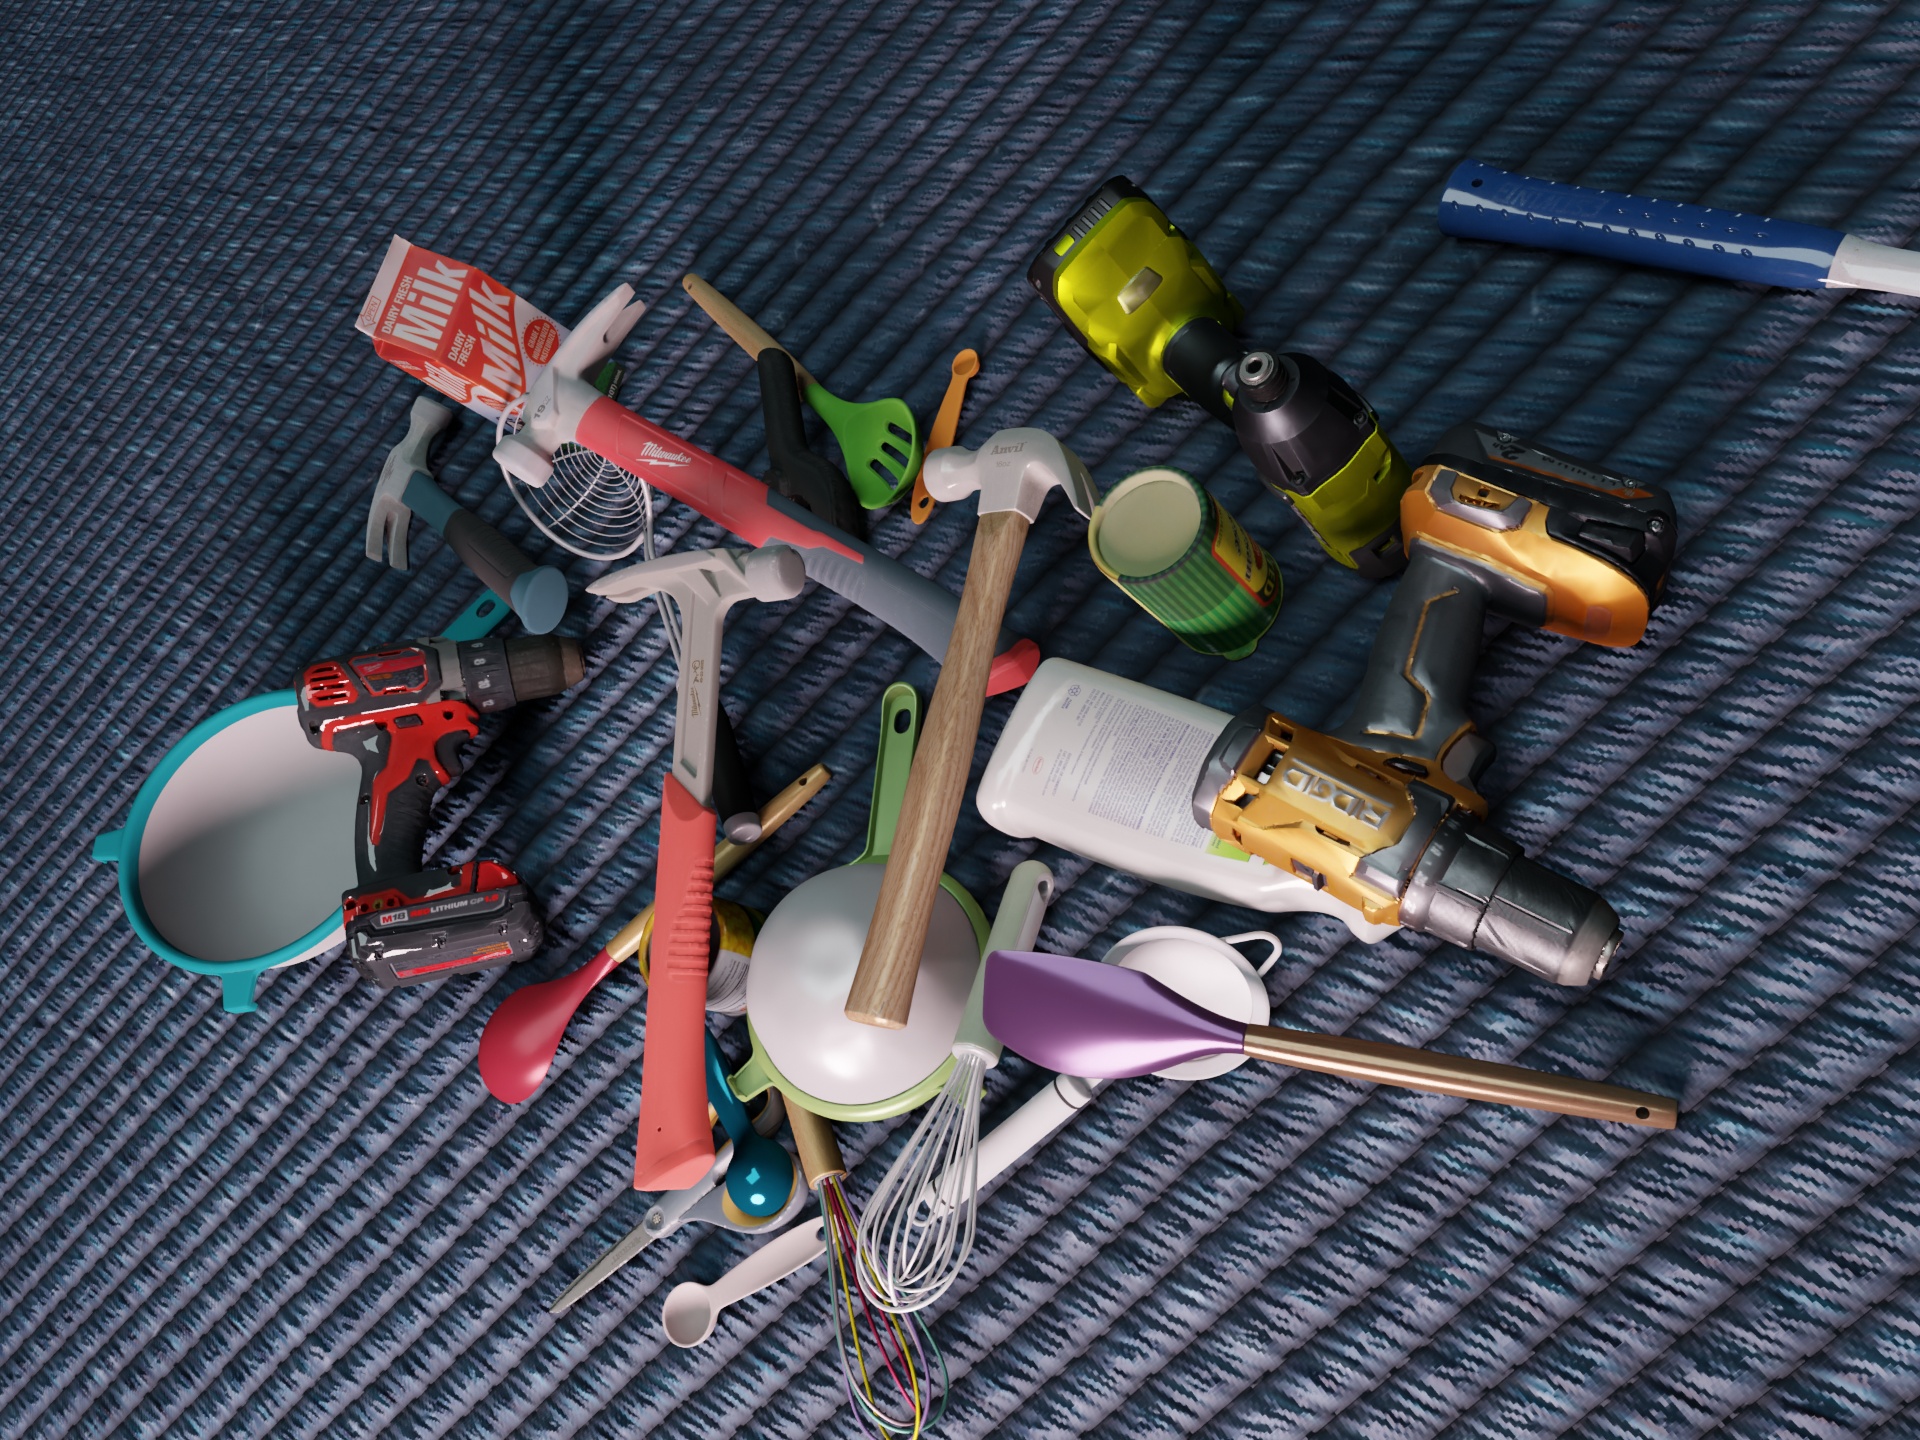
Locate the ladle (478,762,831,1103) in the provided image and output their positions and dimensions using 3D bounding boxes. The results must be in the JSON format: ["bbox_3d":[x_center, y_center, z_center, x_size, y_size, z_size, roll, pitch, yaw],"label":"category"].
[{"bbox_3d":[-0.197,0.131,0.994,0.315,0.031,0.069,-41,56,11],"label":"ladle"}]

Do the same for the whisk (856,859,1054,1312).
[{"bbox_3d":[0.005,0.176,0.800,0.059,0.057,0.246,-1,52,32],"label":"whisk"}]

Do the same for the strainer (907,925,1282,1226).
[{"bbox_3d":[0.062,0.179,0.803,0.087,0.050,0.258,45,108,-5],"label":"strainer"}]

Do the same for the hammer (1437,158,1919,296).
[{"bbox_3d":[0.409,-0.203,0.725,0.406,0.035,0.144,25,87,36],"label":"hammer"}]

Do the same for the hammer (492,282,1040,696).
[{"bbox_3d":[-0.108,-0.135,0.969,0.386,0.038,0.143,31,83,21],"label":"hammer"}]

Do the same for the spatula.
[{"bbox_3d":[0.157,0.153,0.731,0.316,0.018,0.060,5,99,22],"label":"spatula"}]

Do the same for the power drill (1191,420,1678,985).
[{"bbox_3d":[0.235,-0.006,0.703,0.185,0.084,0.226,28,74,27],"label":"power drill"}]

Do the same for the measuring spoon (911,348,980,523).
[{"bbox_3d":[-0.009,-0.177,0.998,0.021,0.011,0.117,12,83,40],"label":"measuring spoon"}]

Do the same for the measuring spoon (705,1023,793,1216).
[{"bbox_3d":[-0.135,0.221,0.901,0.042,0.021,0.129,-40,59,13],"label":"measuring spoon"}]

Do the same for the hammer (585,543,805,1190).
[{"bbox_3d":[-0.163,0.078,0.901,0.149,0.036,0.359,-7,74,32],"label":"hammer"}]

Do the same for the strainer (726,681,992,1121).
[{"bbox_3d":[-0.054,0.087,0.881,0.151,0.069,0.256,-3,66,21],"label":"strainer"}]

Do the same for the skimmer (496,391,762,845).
[{"bbox_3d":[-0.219,-0.068,1.032,0.364,0.090,0.127,65,146,32],"label":"skimmer"}]

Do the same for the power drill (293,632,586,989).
[{"bbox_3d":[-0.329,0.046,1.049,0.188,0.080,0.227,-11,68,-14],"label":"power drill"}]

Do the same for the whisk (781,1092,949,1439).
[{"bbox_3d":[-0.062,0.263,0.849,0.051,0.047,0.245,-18,54,-9],"label":"whisk"}]

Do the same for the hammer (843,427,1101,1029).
[{"bbox_3d":[-0.001,-0.003,0.835,0.130,0.031,0.331,-1,69,45],"label":"hammer"}]

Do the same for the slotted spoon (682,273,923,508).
[{"bbox_3d":[-0.111,-0.234,1.072,0.314,0.031,0.070,46,117,37],"label":"slotted spoon"}]

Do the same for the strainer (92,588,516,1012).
[{"bbox_3d":[-0.432,0.044,1.145,0.211,0.095,0.340,36,75,25],"label":"strainer"}]

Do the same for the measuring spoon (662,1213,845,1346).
[{"bbox_3d":[-0.112,0.309,0.884,0.124,0.018,0.034,-34,58,10],"label":"measuring spoon"}]

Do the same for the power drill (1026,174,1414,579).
[{"bbox_3d":[0.135,-0.180,0.810,0.080,0.171,0.223,-45,52,10],"label":"power drill"}]

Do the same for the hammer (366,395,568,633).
[{"bbox_3d":[-0.359,-0.137,1.151,0.331,0.033,0.128,34,100,48],"label":"hammer"}]
